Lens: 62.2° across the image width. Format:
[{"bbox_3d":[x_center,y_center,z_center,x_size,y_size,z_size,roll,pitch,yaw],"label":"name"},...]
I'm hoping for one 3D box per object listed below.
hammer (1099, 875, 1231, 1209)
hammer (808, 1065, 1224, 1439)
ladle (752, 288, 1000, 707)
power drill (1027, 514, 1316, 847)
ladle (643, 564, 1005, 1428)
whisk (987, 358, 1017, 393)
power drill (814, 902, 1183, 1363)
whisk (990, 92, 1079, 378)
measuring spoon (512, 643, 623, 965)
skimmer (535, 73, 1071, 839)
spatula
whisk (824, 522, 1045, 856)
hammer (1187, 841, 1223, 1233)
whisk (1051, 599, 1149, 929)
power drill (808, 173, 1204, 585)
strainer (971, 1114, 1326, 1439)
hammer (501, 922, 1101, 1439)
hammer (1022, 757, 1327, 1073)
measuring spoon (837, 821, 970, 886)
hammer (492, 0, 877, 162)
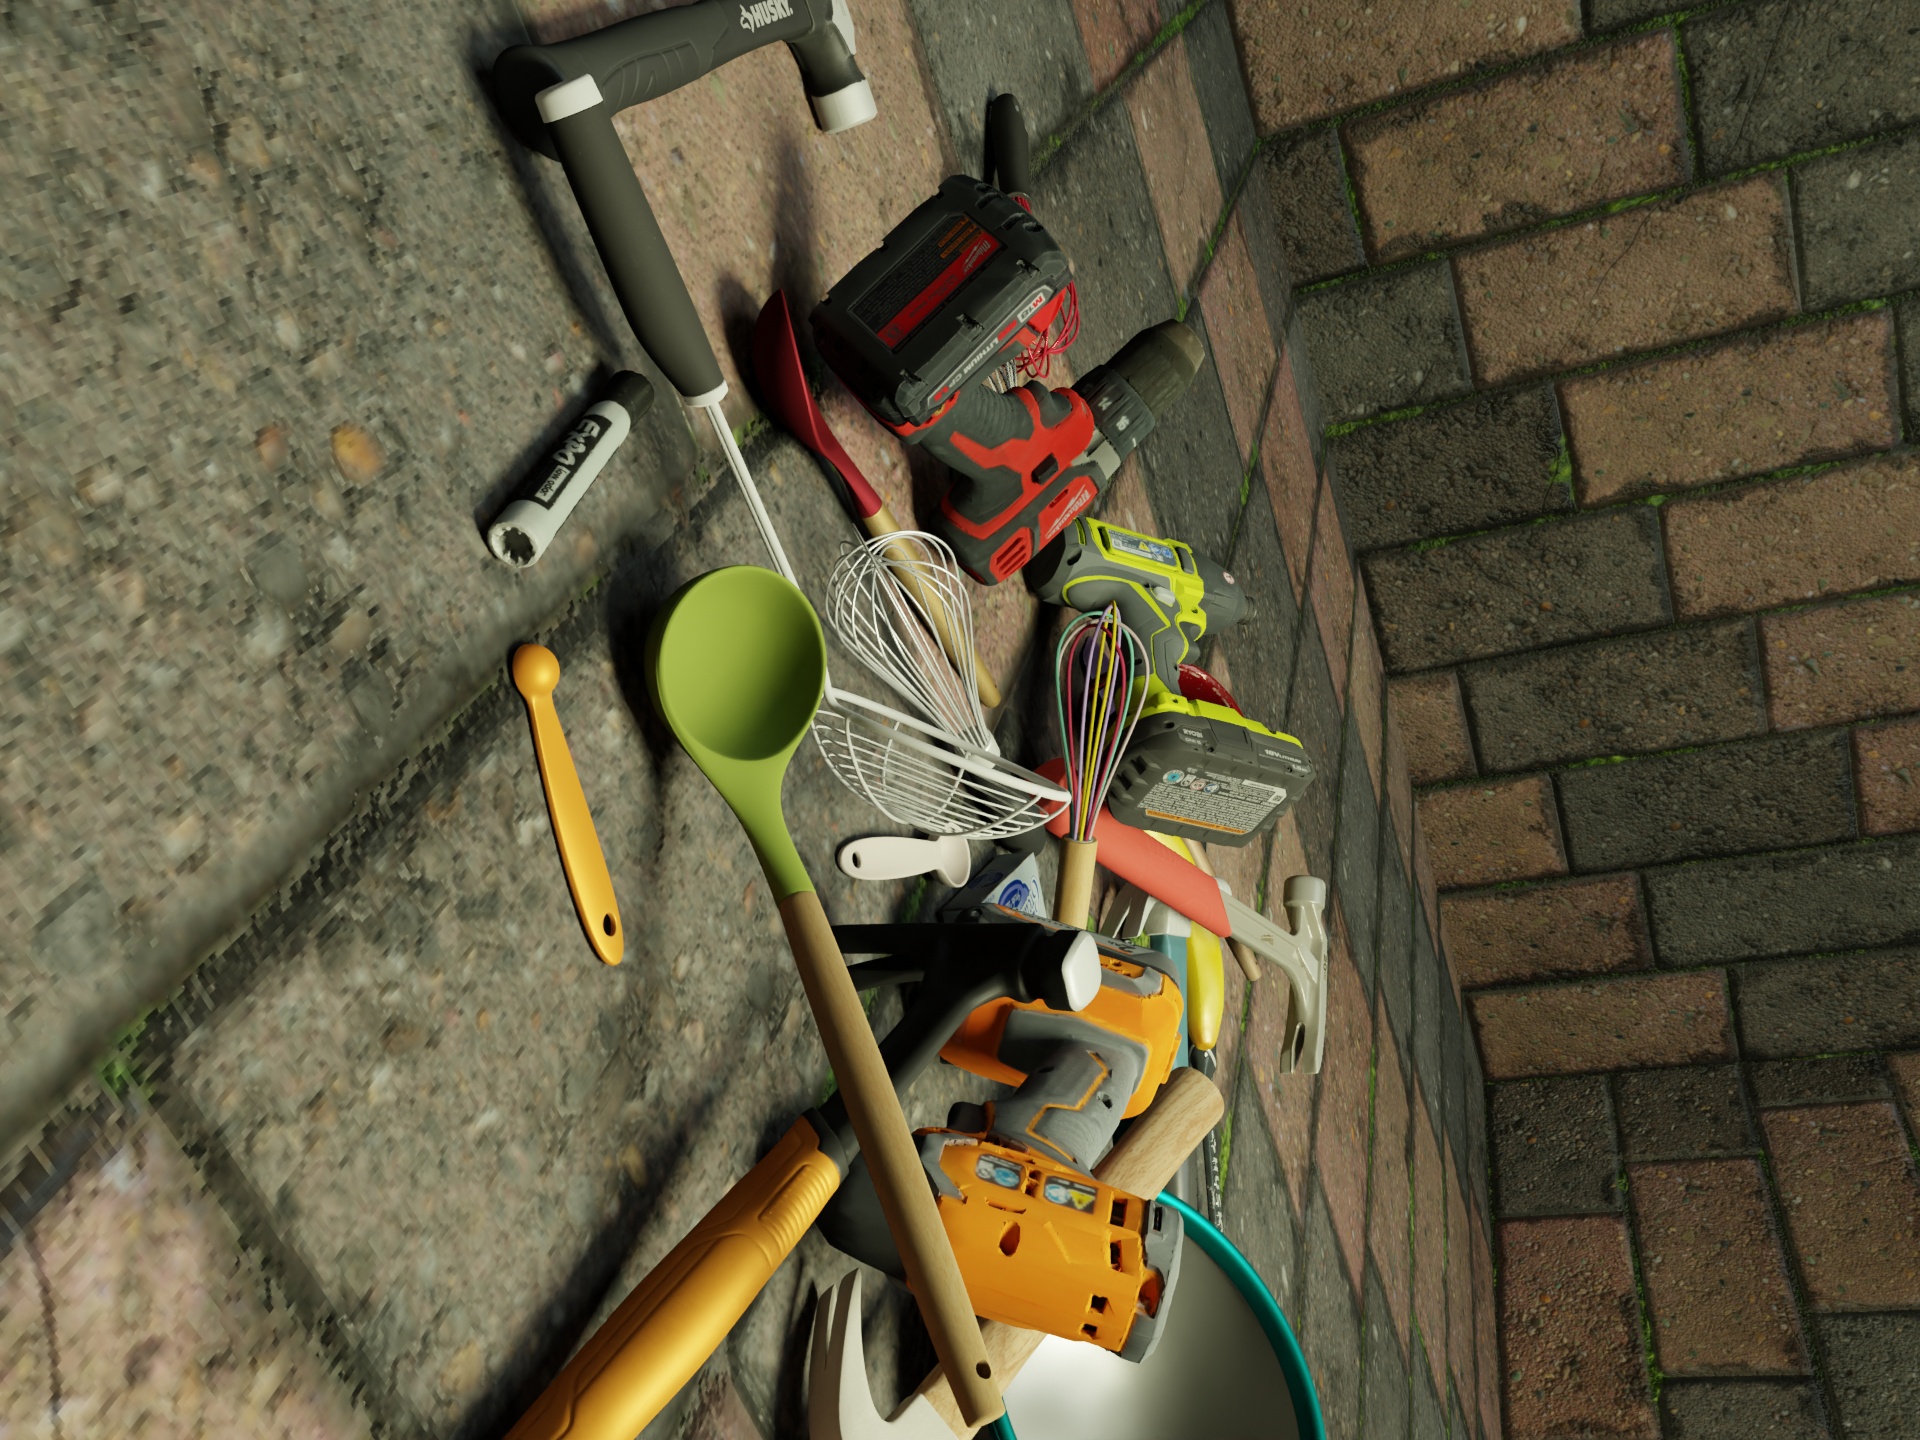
[{"bbox_3d":[0.147,0.263,1.089,0.128,0.033,0.331,17,67,-46],"label":"hammer"},{"bbox_3d":[0.044,0.246,0.726,0.130,0.031,0.331,49,34,7],"label":"hammer"},{"bbox_3d":[-0.037,-0.097,0.832,0.315,0.031,0.069,57,14,-50],"label":"ladle"},{"bbox_3d":[0.144,-0.033,1.043,0.171,0.080,0.223,13,44,-26],"label":"power drill"},{"bbox_3d":[-0.043,0.080,0.558,0.078,0.062,0.320,5,51,-42],"label":"ladle"},{"bbox_3d":[0.032,-0.190,1.034,0.058,0.059,0.246,-57,152,-7],"label":"whisk"},{"bbox_3d":[0.017,0.169,0.703,0.226,0.164,0.084,-65,170,-67],"label":"power drill"},{"bbox_3d":[0.040,-0.346,1.109,0.073,0.073,0.296,53,27,-49],"label":"whisk"},{"bbox_3d":[-0.132,0.029,0.551,0.021,0.011,0.117,-34,112,-67],"label":"measuring spoon"},{"bbox_3d":[-0.056,-0.094,0.659,0.090,0.127,0.363,-33,119,-19],"label":"skimmer"},{"bbox_3d":[0.165,0.073,1.226,0.315,0.018,0.060,62,24,-18],"label":"spatula"},{"bbox_3d":[-0.001,-0.002,0.845,0.284,0.070,0.070,61,27,-49],"label":"whisk"},{"bbox_3d":[0.191,0.280,1.224,0.149,0.036,0.409,45,39,-57],"label":"hammer"},{"bbox_3d":[0.072,0.050,0.936,0.051,0.047,0.245,-2,107,-30],"label":"whisk"},{"bbox_3d":[0.038,-0.184,0.843,0.080,0.188,0.226,47,1,28],"label":"power drill"},{"bbox_3d":[0.070,0.292,0.816,0.210,0.095,0.341,28,36,-22],"label":"strainer"},{"bbox_3d":[-0.068,0.164,0.565,0.337,0.127,0.034,-41,123,-55],"label":"hammer"},{"bbox_3d":[0.154,0.124,1.080,0.358,0.037,0.149,33,56,-42],"label":"hammer"},{"bbox_3d":[-0.031,0.069,0.795,0.124,0.018,0.034,6,74,-61],"label":"measuring spoon"},{"bbox_3d":[-0.118,-0.313,0.715,0.335,0.035,0.146,-64,139,-56],"label":"hammer"}]
